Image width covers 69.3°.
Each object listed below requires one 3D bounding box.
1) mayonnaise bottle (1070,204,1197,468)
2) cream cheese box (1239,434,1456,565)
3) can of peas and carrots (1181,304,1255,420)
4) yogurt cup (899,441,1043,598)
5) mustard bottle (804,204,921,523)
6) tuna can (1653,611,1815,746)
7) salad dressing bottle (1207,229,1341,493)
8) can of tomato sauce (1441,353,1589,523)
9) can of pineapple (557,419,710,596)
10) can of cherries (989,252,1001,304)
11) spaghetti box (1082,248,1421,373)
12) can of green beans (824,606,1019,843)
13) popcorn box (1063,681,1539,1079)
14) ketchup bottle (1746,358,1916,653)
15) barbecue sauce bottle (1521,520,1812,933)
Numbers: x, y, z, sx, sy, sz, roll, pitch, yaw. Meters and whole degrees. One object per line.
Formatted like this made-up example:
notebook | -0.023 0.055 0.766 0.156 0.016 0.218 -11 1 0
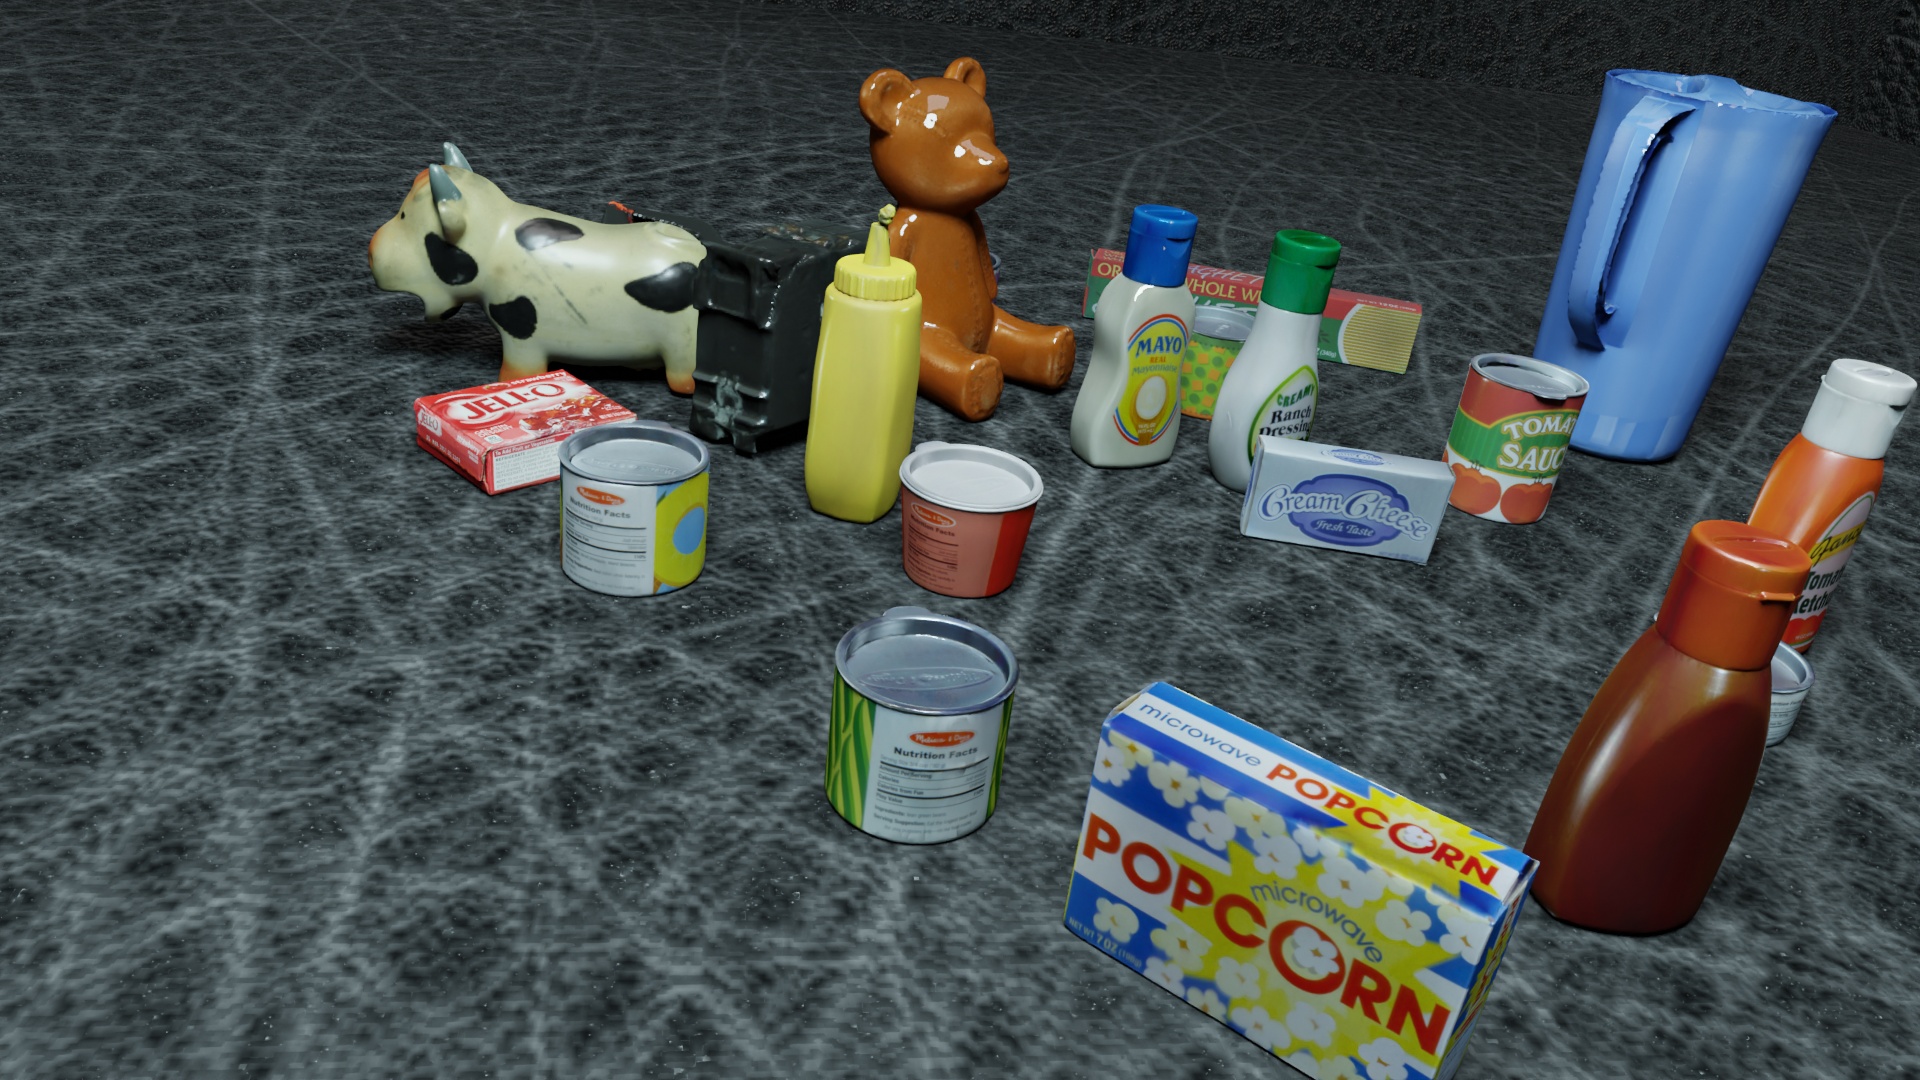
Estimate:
mayonnaise bottle | 0.104 -0.115 0.797 0.065 0.147 0.041 -6 30 -26
cream cheese box | 0.206 -0.022 0.746 0.104 0.053 0.024 9 27 2
can of peas and carrots | 0.162 -0.118 0.917 0.071 0.058 0.071 6 27 -3
yogurt cup | 0.002 -0.008 0.664 0.072 0.053 0.073 6 27 -3
mustard bottle | -0.046 -0.090 0.693 0.049 0.159 0.065 12 27 9
tuna can | 0.350 0.063 0.642 0.071 0.032 0.071 6 27 -3
salad dressing bottle | 0.180 -0.100 0.787 0.064 0.147 0.044 -10 32 -32
can of tomato sauce | 0.325 -0.059 0.819 0.071 0.082 0.071 6 27 -3
can of pineapple | -0.147 -0.015 0.632 0.071 0.057 0.071 6 27 -3
can of cherries | -0.006 -0.174 0.980 0.071 0.058 0.072 6 27 -3
spaghetti box | 0.217 -0.174 1.051 0.250 0.050 0.029 11 27 6
can of green beans | -0.015 0.068 0.506 0.071 0.057 0.071 6 27 -3
popcorn box | 0.097 0.109 0.426 0.127 0.084 0.038 25 31 30
ketchup bottle | 0.419 -0.014 0.684 0.065 0.148 0.043 -9 31 -30
barbecue sauce bottle | 0.246 0.066 0.480 0.065 0.147 0.044 3 27 -10
